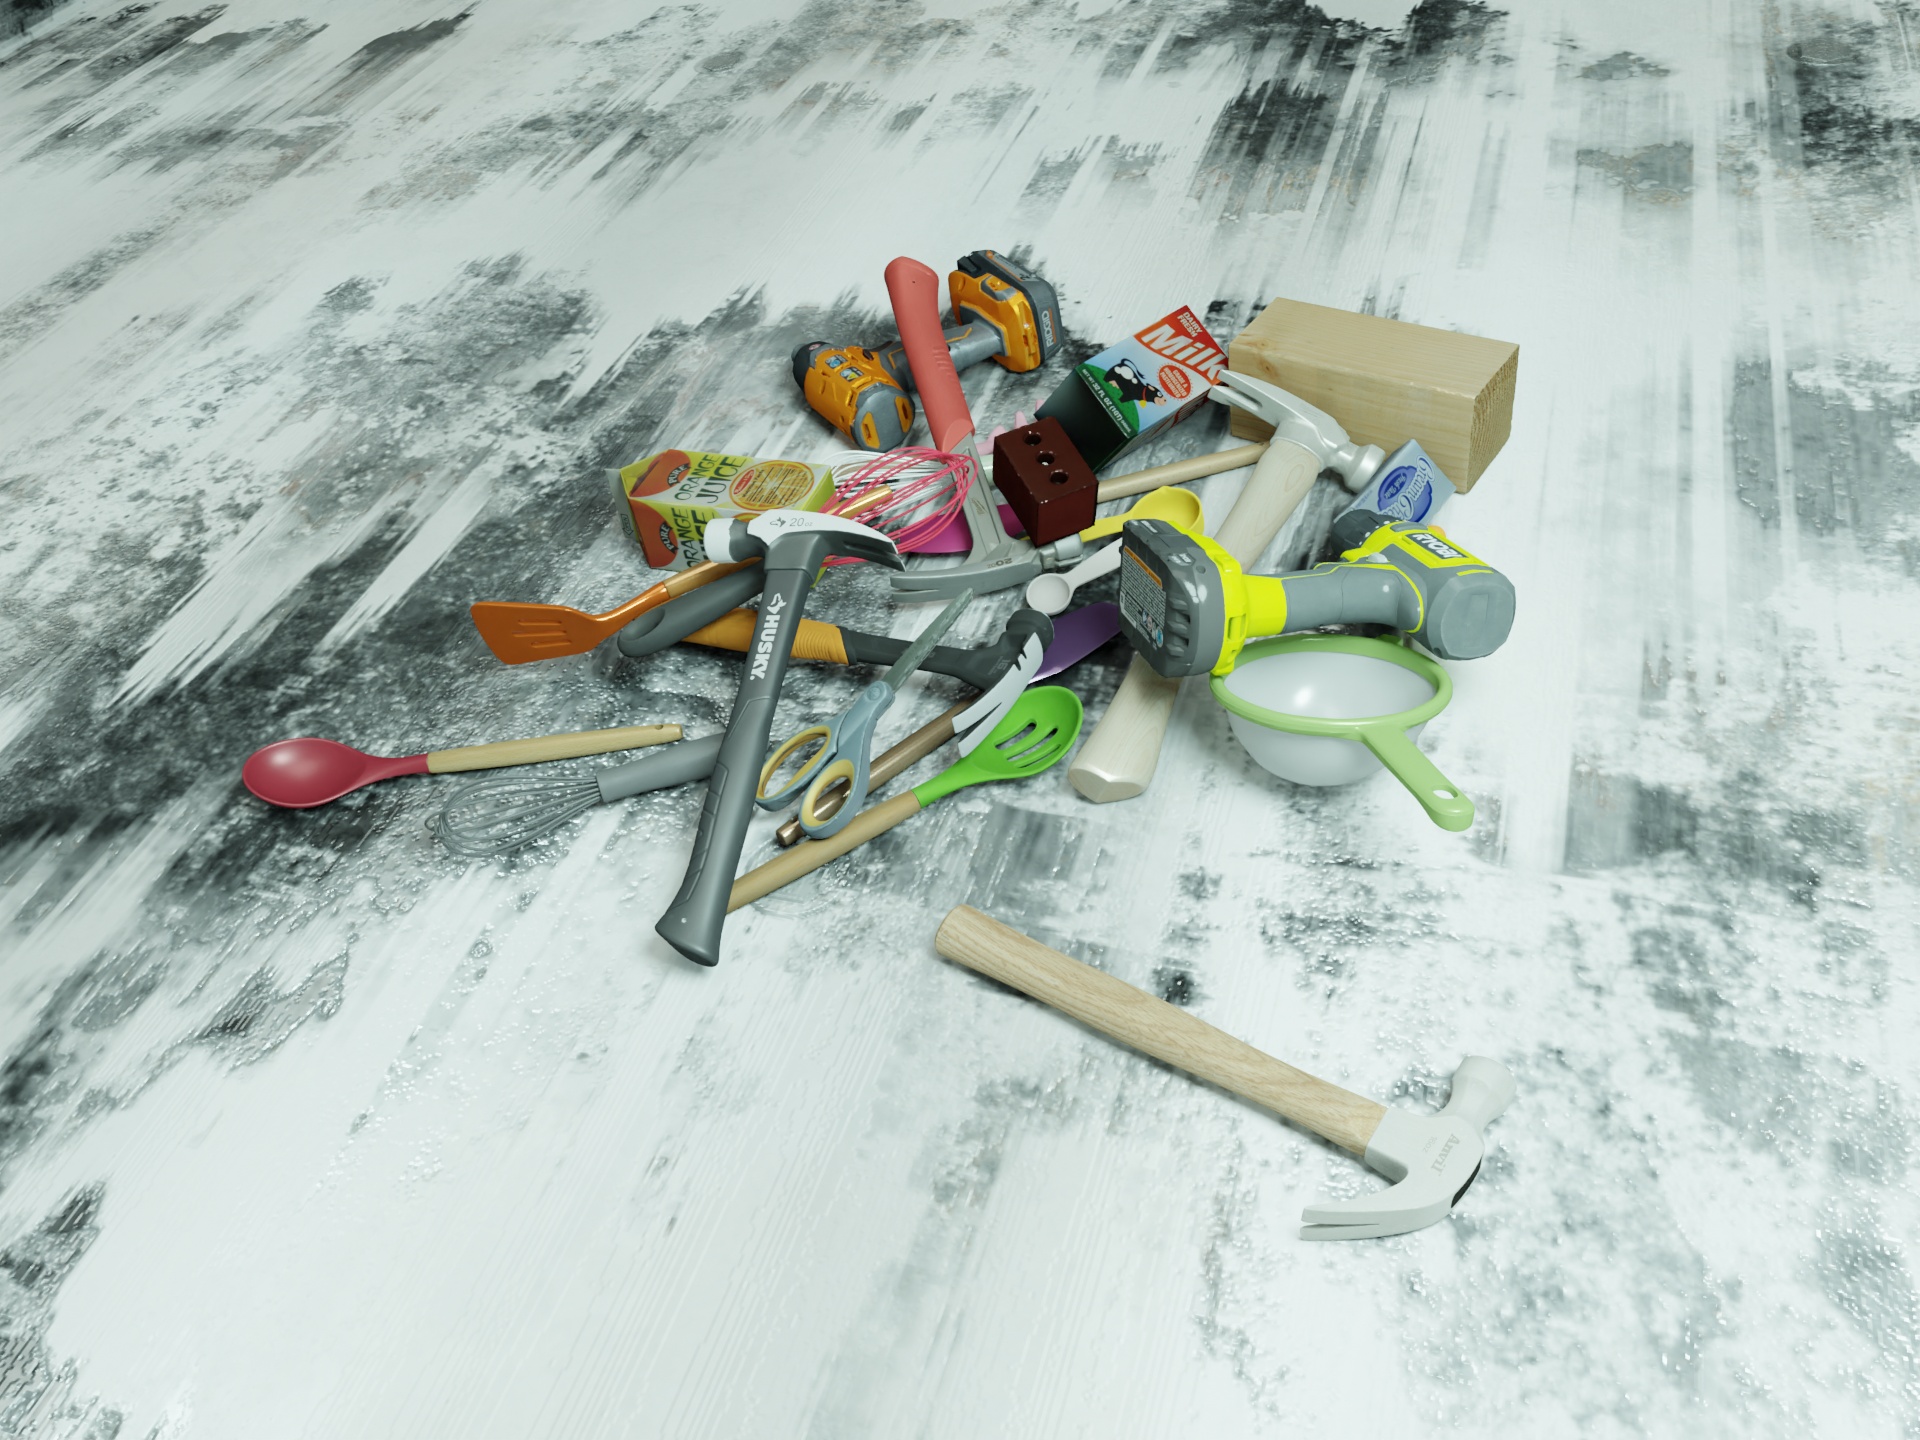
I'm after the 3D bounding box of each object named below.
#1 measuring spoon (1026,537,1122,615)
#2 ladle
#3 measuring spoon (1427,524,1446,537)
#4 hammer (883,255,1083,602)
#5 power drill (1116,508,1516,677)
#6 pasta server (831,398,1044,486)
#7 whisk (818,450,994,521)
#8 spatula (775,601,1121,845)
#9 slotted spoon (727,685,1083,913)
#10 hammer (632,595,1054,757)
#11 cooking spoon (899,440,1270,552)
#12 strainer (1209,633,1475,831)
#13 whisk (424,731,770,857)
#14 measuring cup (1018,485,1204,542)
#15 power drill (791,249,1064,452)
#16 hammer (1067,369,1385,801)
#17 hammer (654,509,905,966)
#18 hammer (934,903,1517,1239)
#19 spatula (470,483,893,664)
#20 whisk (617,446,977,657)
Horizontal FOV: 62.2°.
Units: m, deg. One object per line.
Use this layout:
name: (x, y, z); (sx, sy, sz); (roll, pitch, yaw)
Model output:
measuring spoon: (0.106, -0.114, 1.200); (0.124, 0.018, 0.034); (-30, 61, -6)
ladle: (-0.357, 0.026, 1.148); (0.315, 0.031, 0.069); (-7, 45, 1)
measuring spoon: (0.328, -0.111, 1.171); (0.021, 0.011, 0.117); (21, 51, 30)
hammer: (-0.020, -0.248, 1.294); (0.149, 0.036, 0.359); (-12, 56, -6)
power drill: (0.225, -0.094, 1.061); (0.228, 0.080, 0.191); (-5, 25, -11)
pasta server: (-0.048, -0.225, 1.349); (0.316, 0.040, 0.060); (-10, 30, 2)
whisk: (-0.002, -0.204, 1.314); (0.246, 0.059, 0.058); (-8, 15, -3)
spatula: (-0.002, -0.004, 1.116); (0.316, 0.018, 0.060); (-35, 36, -25)
slotted spoon: (-0.053, 0.063, 1.049); (0.314, 0.031, 0.070); (-28, 45, -15)
hammer: (-0.106, -0.052, 1.155); (0.337, 0.034, 0.127); (10, 45, 29)
cooking spoon: (0.106, -0.183, 1.285); (0.319, 0.017, 0.069); (-15, 33, -6)
strainer: (0.245, 0.022, 0.974); (0.151, 0.069, 0.257); (-7, 26, -9)
whisk: (-0.247, 0.044, 1.094); (0.239, 0.055, 0.055); (-16, 43, -11)
measuring cup: (0.115, -0.142, 1.243); (0.156, 0.029, 0.062); (-11, 50, 18)
power drill: (-0.039, -0.339, 1.440); (0.226, 0.084, 0.164); (-32, 47, -16)
hammer: (0.173, -0.103, 1.147); (0.146, 0.038, 0.411); (31, 56, 7)
hammer: (-0.133, 0.002, 1.046); (0.146, 0.035, 0.335); (1, 60, 17)
hammer: (0.124, 0.180, 0.884); (0.331, 0.031, 0.130); (21, 51, 30)
spatula: (-0.201, -0.115, 1.192); (0.322, 0.081, 0.041); (-25, 60, -9)
whisk: (-0.119, -0.120, 1.168); (0.296, 0.073, 0.073); (-28, 44, -1)
